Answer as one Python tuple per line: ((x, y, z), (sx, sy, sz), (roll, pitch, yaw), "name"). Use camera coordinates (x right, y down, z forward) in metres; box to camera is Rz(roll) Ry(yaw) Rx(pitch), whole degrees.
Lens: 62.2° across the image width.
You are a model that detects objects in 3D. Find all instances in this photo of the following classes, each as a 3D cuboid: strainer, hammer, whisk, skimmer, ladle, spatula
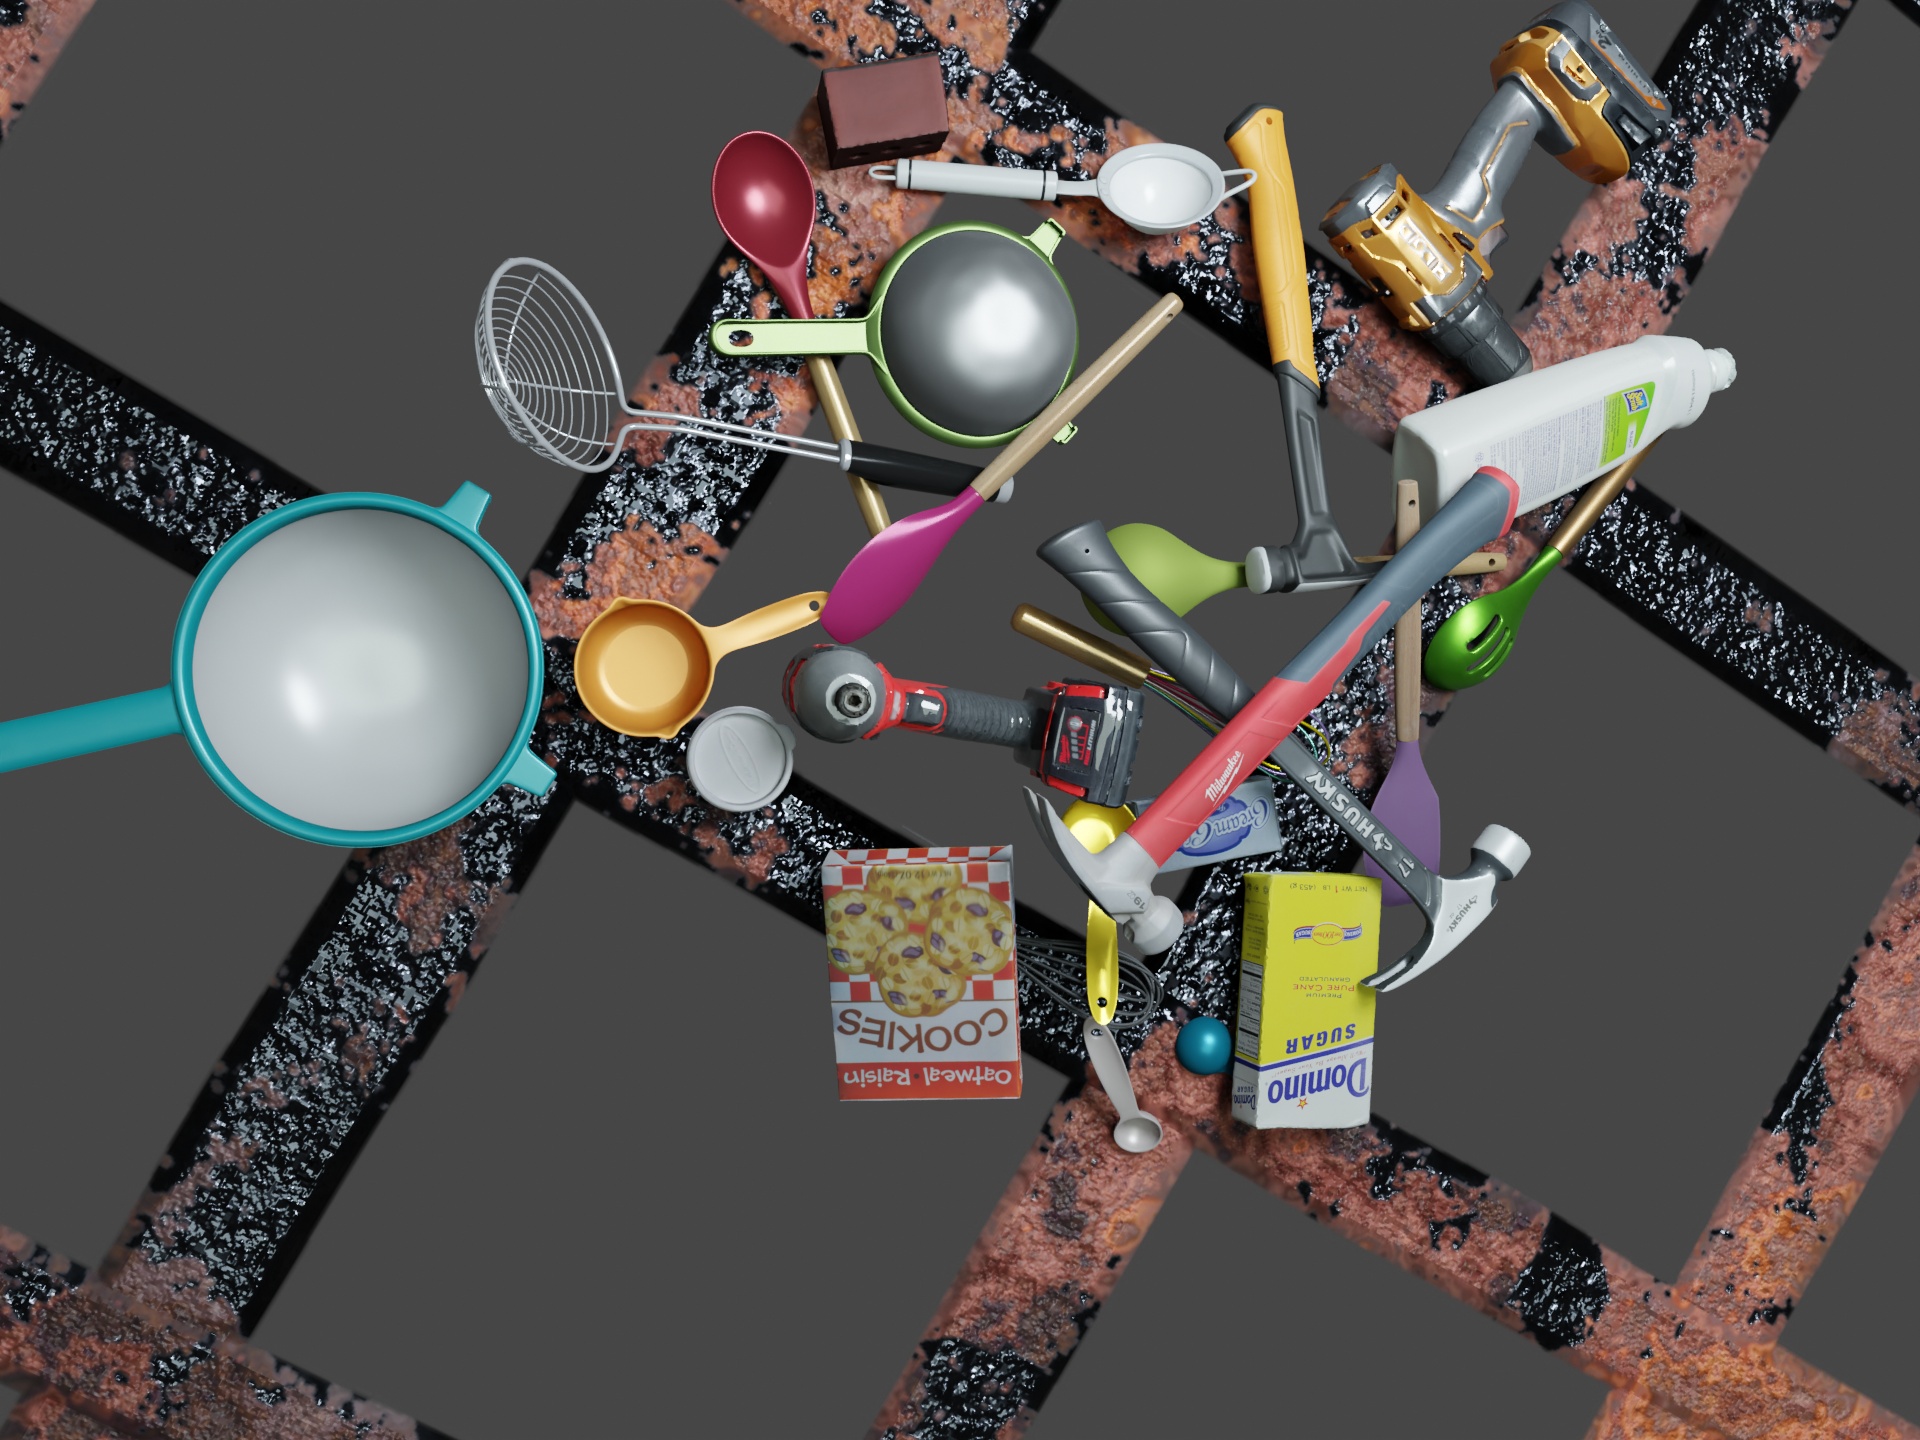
((-0.031, -0.252, 1.025), (0.256, 0.069, 0.151), (-6, 96, -19), "strainer")
((0.209, -0.033, 1.009), (0.386, 0.038, 0.143), (-45, 117, -8), "hammer")
((0.145, -0.019, 1.103), (0.245, 0.047, 0.051), (25, 76, -6), "whisk")
((0.234, -0.256, 1.088), (0.127, 0.034, 0.337), (-7, 86, -19), "hammer")
((-0.423, -0.016, 0.973), (0.340, 0.095, 0.211), (-13, 92, -7), "strainer")
((0.205, 0.016, 1.063), (0.408, 0.036, 0.149), (42, 80, -13), "hammer")
((-0.118, -0.190, 0.982), (0.363, 0.090, 0.127), (7, 63, -25), "skimmer")
((0.238, -0.104, 1.120), (0.320, 0.062, 0.078), (-4, 95, -17), "ladle")
((0.307, -0.011, 1.102), (0.059, 0.018, 0.315), (-9, 112, -9), "spatula")
((0.067, -0.358, 1.071), (0.258, 0.050, 0.087), (3, 56, -4), "strainer")
((-0.090, -0.231, 1.055), (0.069, 0.031, 0.315), (-22, 98, -13), "ladle")
((0.028, 0.154, 1.089), (0.239, 0.055, 0.055), (22, 89, -6), "whisk")

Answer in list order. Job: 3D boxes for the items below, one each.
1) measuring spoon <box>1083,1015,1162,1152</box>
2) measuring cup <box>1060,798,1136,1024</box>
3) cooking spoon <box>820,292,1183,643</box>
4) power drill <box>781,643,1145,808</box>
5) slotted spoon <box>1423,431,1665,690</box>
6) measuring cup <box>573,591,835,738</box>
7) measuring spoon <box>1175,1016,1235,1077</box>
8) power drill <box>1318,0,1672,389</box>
((0.110, 0.249, 1.104), (0.034, 0.018, 0.124), (-17, 115, 12), "measuring spoon")
((0.092, 0.129, 1.084), (0.062, 0.029, 0.157), (3, 75, -11), "measuring cup")
((0.029, -0.167, 1.043), (0.319, 0.068, 0.017), (-45, 55, -1), "cooking spoon")
((-0.002, -0.003, 1.025), (0.219, 0.143, 0.078), (11, 92, -13), "power drill")
((0.445, -0.142, 1.154), (0.314, 0.031, 0.070), (-49, 126, -7), "slotted spoon")
((-0.166, -0.049, 1.039), (0.173, 0.052, 0.095), (-21, 96, -10), "measuring cup")
((0.211, 0.257, 1.136), (0.128, 0.021, 0.042), (34, 87, -9), "measuring spoon")
((0.387, -0.357, 1.110), (0.185, 0.084, 0.226), (44, 89, -12), "power drill")
